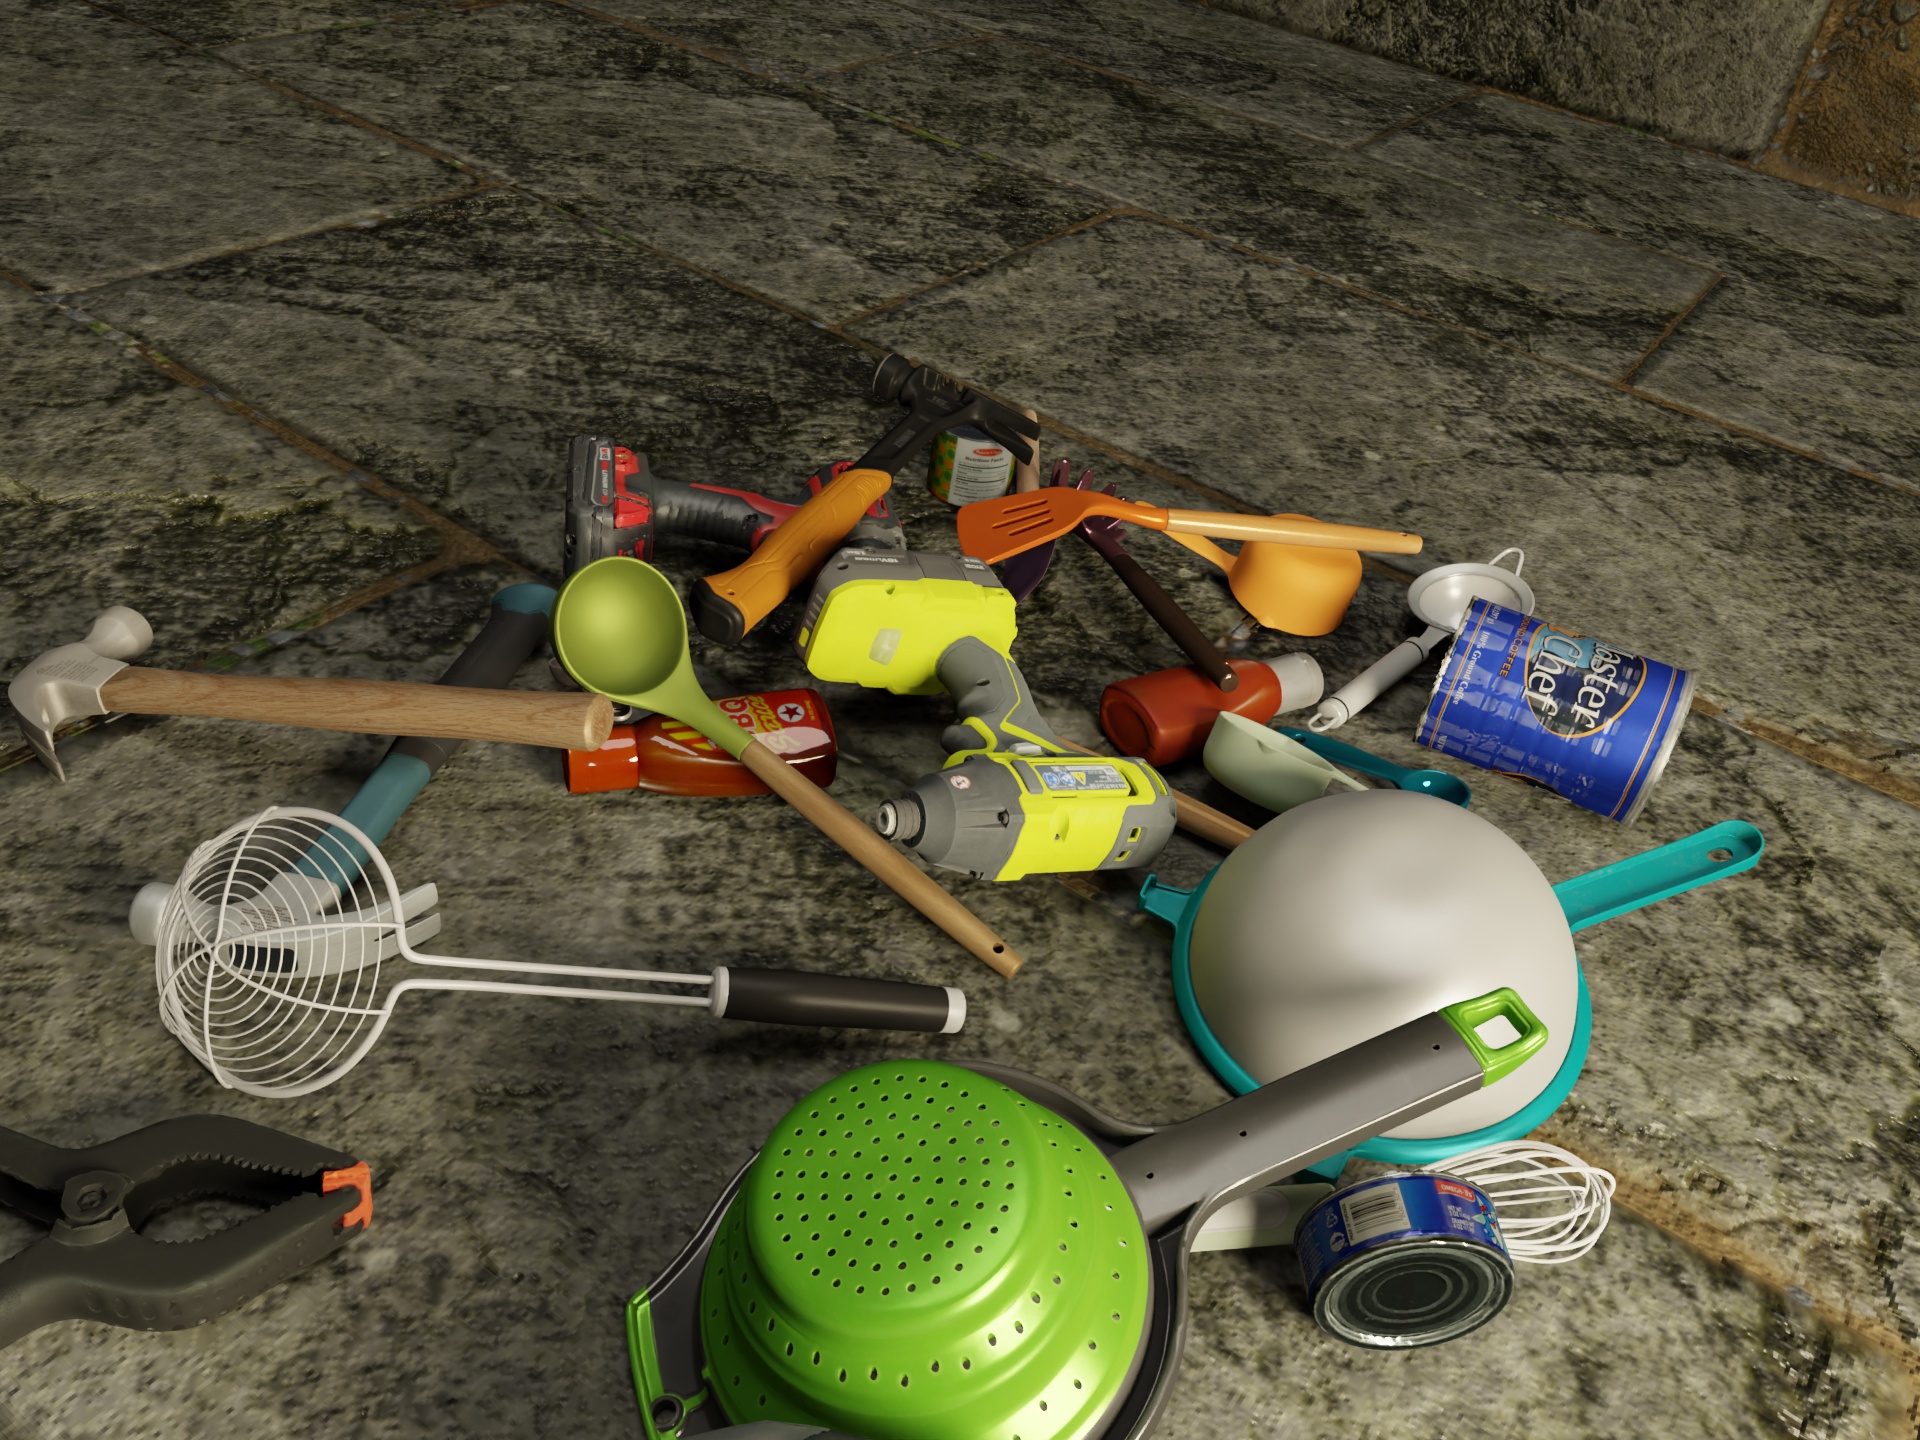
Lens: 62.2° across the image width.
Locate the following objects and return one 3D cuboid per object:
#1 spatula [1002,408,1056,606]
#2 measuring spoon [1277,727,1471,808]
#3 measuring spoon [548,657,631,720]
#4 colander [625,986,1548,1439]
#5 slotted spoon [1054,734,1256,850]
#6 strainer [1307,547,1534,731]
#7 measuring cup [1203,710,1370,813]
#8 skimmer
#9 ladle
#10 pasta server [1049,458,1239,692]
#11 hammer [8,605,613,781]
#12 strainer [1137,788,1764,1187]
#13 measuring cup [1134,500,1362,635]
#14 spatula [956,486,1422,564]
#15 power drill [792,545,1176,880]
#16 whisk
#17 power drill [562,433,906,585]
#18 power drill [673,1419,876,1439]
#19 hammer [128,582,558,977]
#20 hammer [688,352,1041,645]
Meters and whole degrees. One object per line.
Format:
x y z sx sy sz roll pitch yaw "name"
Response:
0.052 -0.169 1.194 0.018 0.059 0.316 35 28 -18 "spatula"
0.255 0.035 0.994 0.129 0.021 0.042 23 39 32 "measuring spoon"
-0.211 -0.015 0.922 0.034 0.018 0.124 -11 23 -23 "measuring spoon"
0.057 0.169 0.615 0.397 0.094 0.205 -21 44 -11 "colander"
0.146 0.060 0.924 0.314 0.031 0.070 25 39 23 "slotted spoon"
0.315 -0.050 1.096 0.087 0.050 0.258 28 45 37 "strainer"
0.218 0.050 0.933 0.168 0.038 0.083 31 12 15 "measuring cup"
-0.179 0.119 0.746 0.363 0.127 0.090 8 -7 -21 "skimmer"
-0.092 0.026 0.841 0.320 0.062 0.078 38 60 13 "ladle"
0.124 -0.104 1.089 0.060 0.040 0.317 19 22 -26 "pasta server"
-0.349 -0.009 0.849 0.331 0.031 0.130 4 34 9 "hammer"
0.274 0.087 0.806 0.340 0.095 0.211 -16 47 -13 "strainer"
0.207 -0.130 1.142 0.174 0.052 0.095 33 42 11 "measuring cup"
0.160 -0.127 1.081 0.322 0.041 0.081 4 35 -11 "spatula"
-0.001 -0.003 0.891 0.171 0.080 0.223 1 39 -33 "power drill"
0.172 0.217 0.705 0.246 0.059 0.058 -2 49 -7 "whisk"
-0.144 -0.111 1.045 0.226 0.080 0.188 2 38 -15 "power drill"
-0.057 0.319 0.459 0.143 0.078 0.220 12 47 3 "power drill"
-0.299 0.018 0.872 0.128 0.033 0.331 12 37 4 "hammer"
-0.065 -0.141 1.029 0.127 0.034 0.337 28 42 9 "hammer"
